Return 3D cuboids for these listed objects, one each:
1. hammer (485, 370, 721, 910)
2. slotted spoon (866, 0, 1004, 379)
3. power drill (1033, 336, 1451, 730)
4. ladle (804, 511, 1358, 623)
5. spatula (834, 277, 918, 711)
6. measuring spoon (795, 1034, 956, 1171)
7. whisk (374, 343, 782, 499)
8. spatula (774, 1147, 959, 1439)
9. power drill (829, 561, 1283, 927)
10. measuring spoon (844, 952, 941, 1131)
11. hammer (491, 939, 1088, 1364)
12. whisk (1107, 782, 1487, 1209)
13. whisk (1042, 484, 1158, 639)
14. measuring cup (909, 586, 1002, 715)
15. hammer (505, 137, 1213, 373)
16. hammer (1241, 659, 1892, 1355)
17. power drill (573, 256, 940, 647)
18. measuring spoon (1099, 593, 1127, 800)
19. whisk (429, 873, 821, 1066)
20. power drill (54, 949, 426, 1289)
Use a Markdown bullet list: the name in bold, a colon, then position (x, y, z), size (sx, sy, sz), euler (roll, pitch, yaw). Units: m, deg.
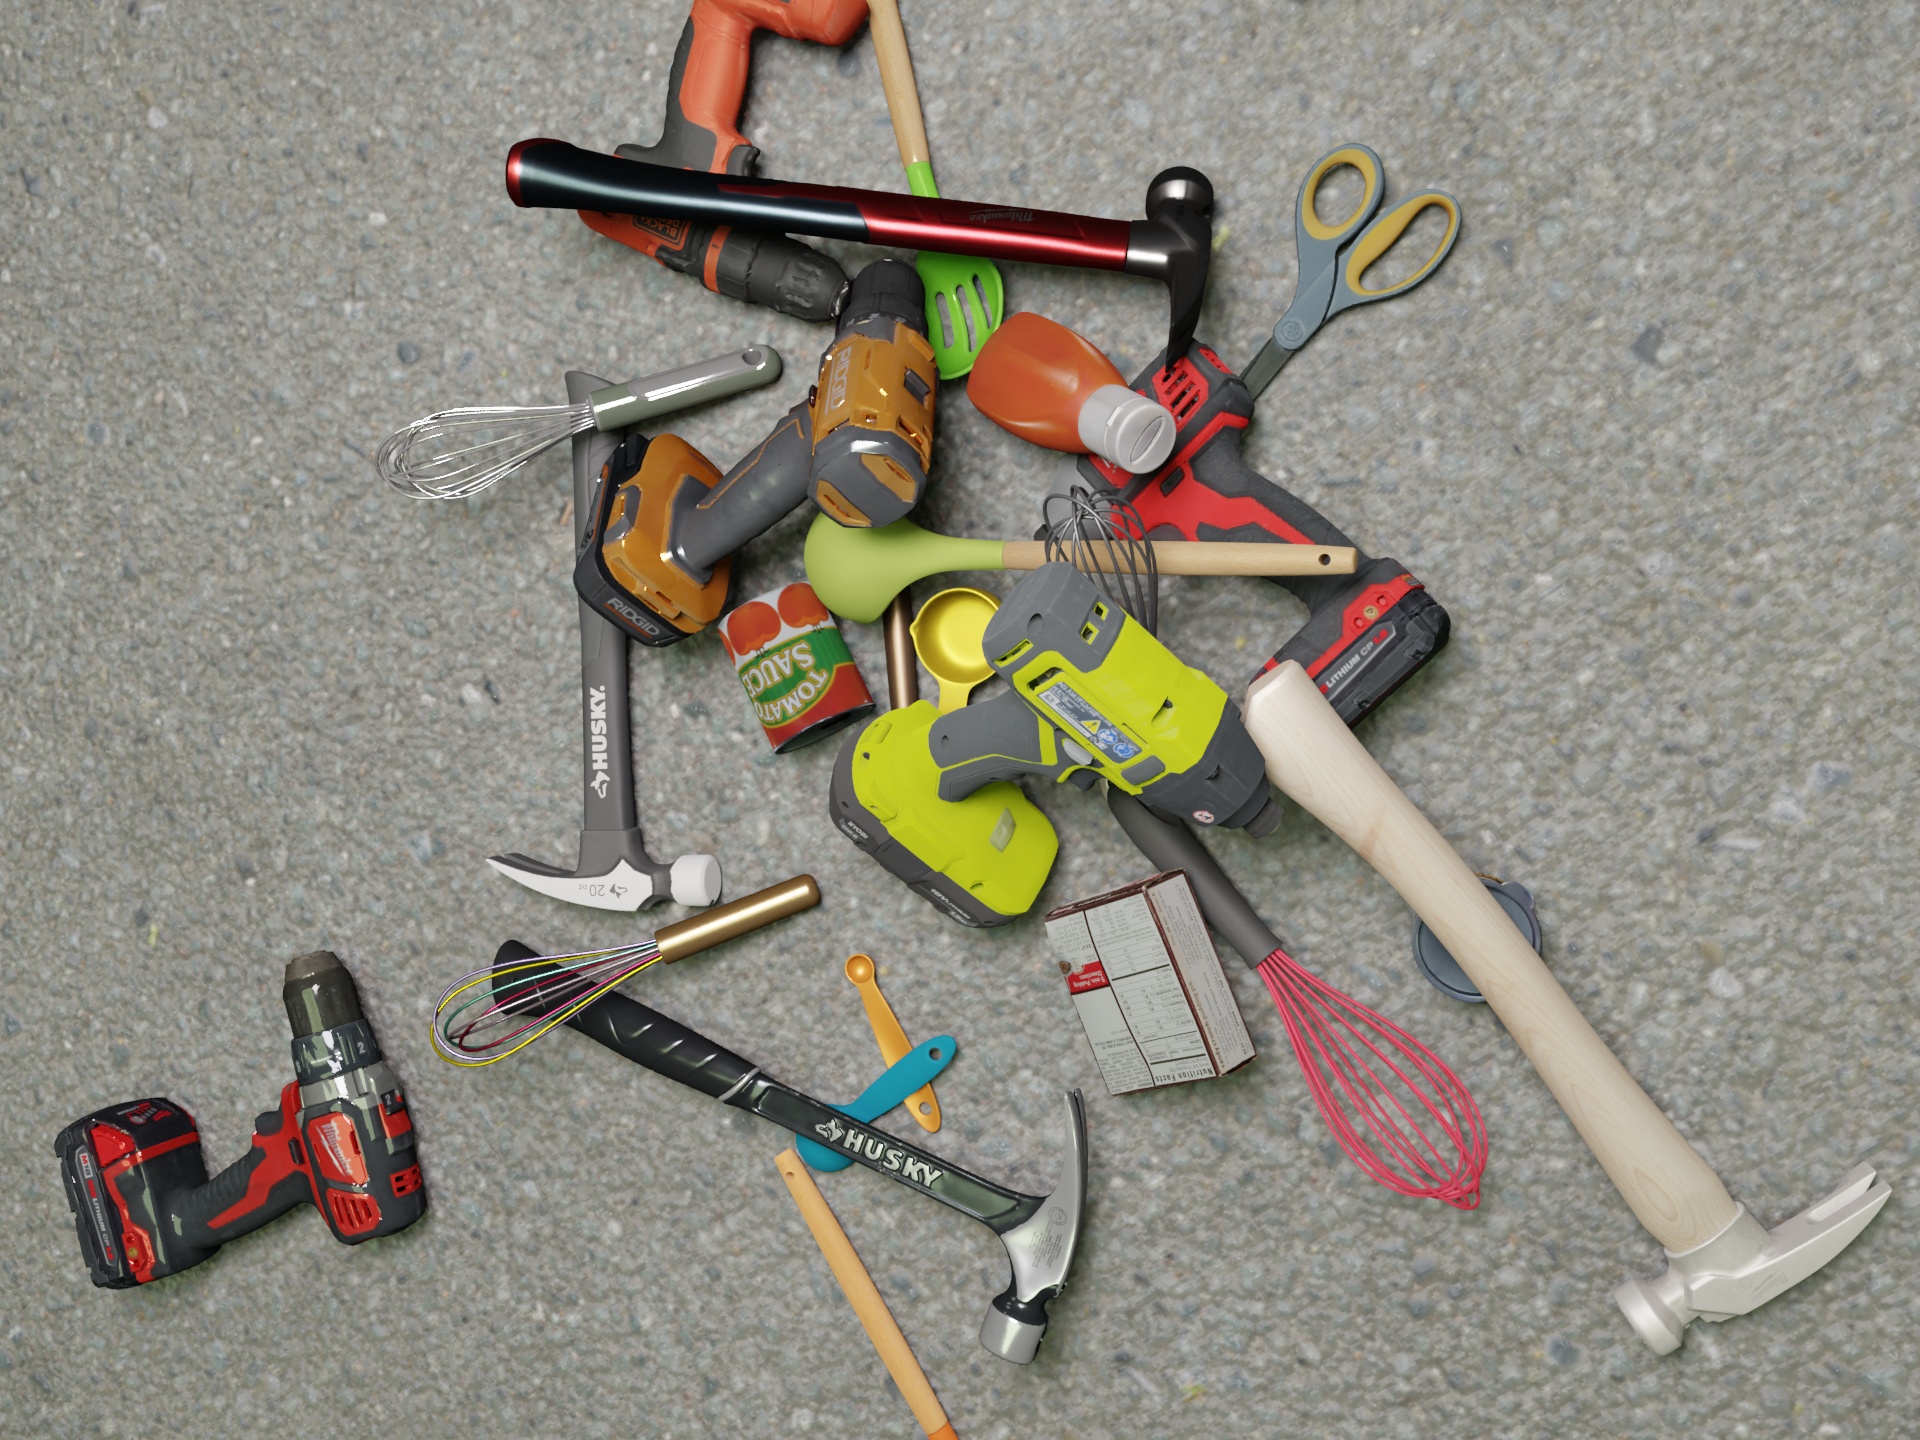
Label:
- **hammer**: position (-0.227, -0.050, 0.990), size (0.146, 0.035, 0.335), euler (-2, 91, 15)
- **slotted spoon**: position (-0.029, -0.349, 0.932), size (0.070, 0.031, 0.314), euler (-16, 85, 33)
- **power drill**: position (0.145, -0.086, 0.863), size (0.143, 0.078, 0.220), euler (-45, 77, 19)
- **ladle**: position (0.054, -0.088, 0.857), size (0.320, 0.062, 0.078), euler (4, 92, 25)
- **spatula**: position (-0.043, -0.107, 0.946), size (0.060, 0.018, 0.316), euler (-4, 91, 36)
- **measuring spoon**: position (-0.052, 0.228, 0.949), size (0.128, 0.021, 0.042), euler (-41, 83, 19)
- **whisk**: position (-0.225, -0.182, 0.946), size (0.246, 0.059, 0.058), euler (-18, 61, -7)
- **spatula**: position (-0.028, 0.401, 0.943), size (0.081, 0.041, 0.323), euler (-33, 82, 15)
- **power drill**: position (0.044, 0.027, 0.824), size (0.171, 0.080, 0.223), euler (40, 142, -14)
- **measuring spoon**: position (-0.039, 0.193, 0.958), size (0.021, 0.011, 0.117), euler (-26, 88, 21)
- **hammer**: position (-0.113, 0.220, 0.946), size (0.409, 0.036, 0.149), euler (21, 89, 20)
- **whisk**: position (0.181, 0.144, 0.870), size (0.073, 0.073, 0.296), euler (-43, 76, 12)
- **whisk**: position (0.093, -0.029, 0.829), size (0.055, 0.238, 0.055), euler (-14, 43, 13)
- **measuring cup**: position (-0.001, -0.003, 0.939), size (0.062, 0.029, 0.156), euler (10, 106, 14)
- **hammer**: position (-0.060, -0.264, 0.859), size (0.386, 0.038, 0.143), euler (8, 51, 4)
- **hammer**: position (0.291, 0.130, 0.805), size (0.146, 0.038, 0.410), euler (-39, 95, 12)
- **power drill**: position (-0.106, -0.156, 0.897), size (0.226, 0.084, 0.186), euler (-25, 43, 31)
- **measuring spoon**: position (0.083, -0.011, 0.913), size (0.034, 0.018, 0.124), euler (-6, 91, 15)
- **whisk**: position (-0.199, 0.149, 0.953), size (0.245, 0.047, 0.051), euler (-21, 125, -5)
- **power drill**: position (-0.471, 0.265, 1.046), size (0.226, 0.080, 0.188), euler (-18, 87, 12)
